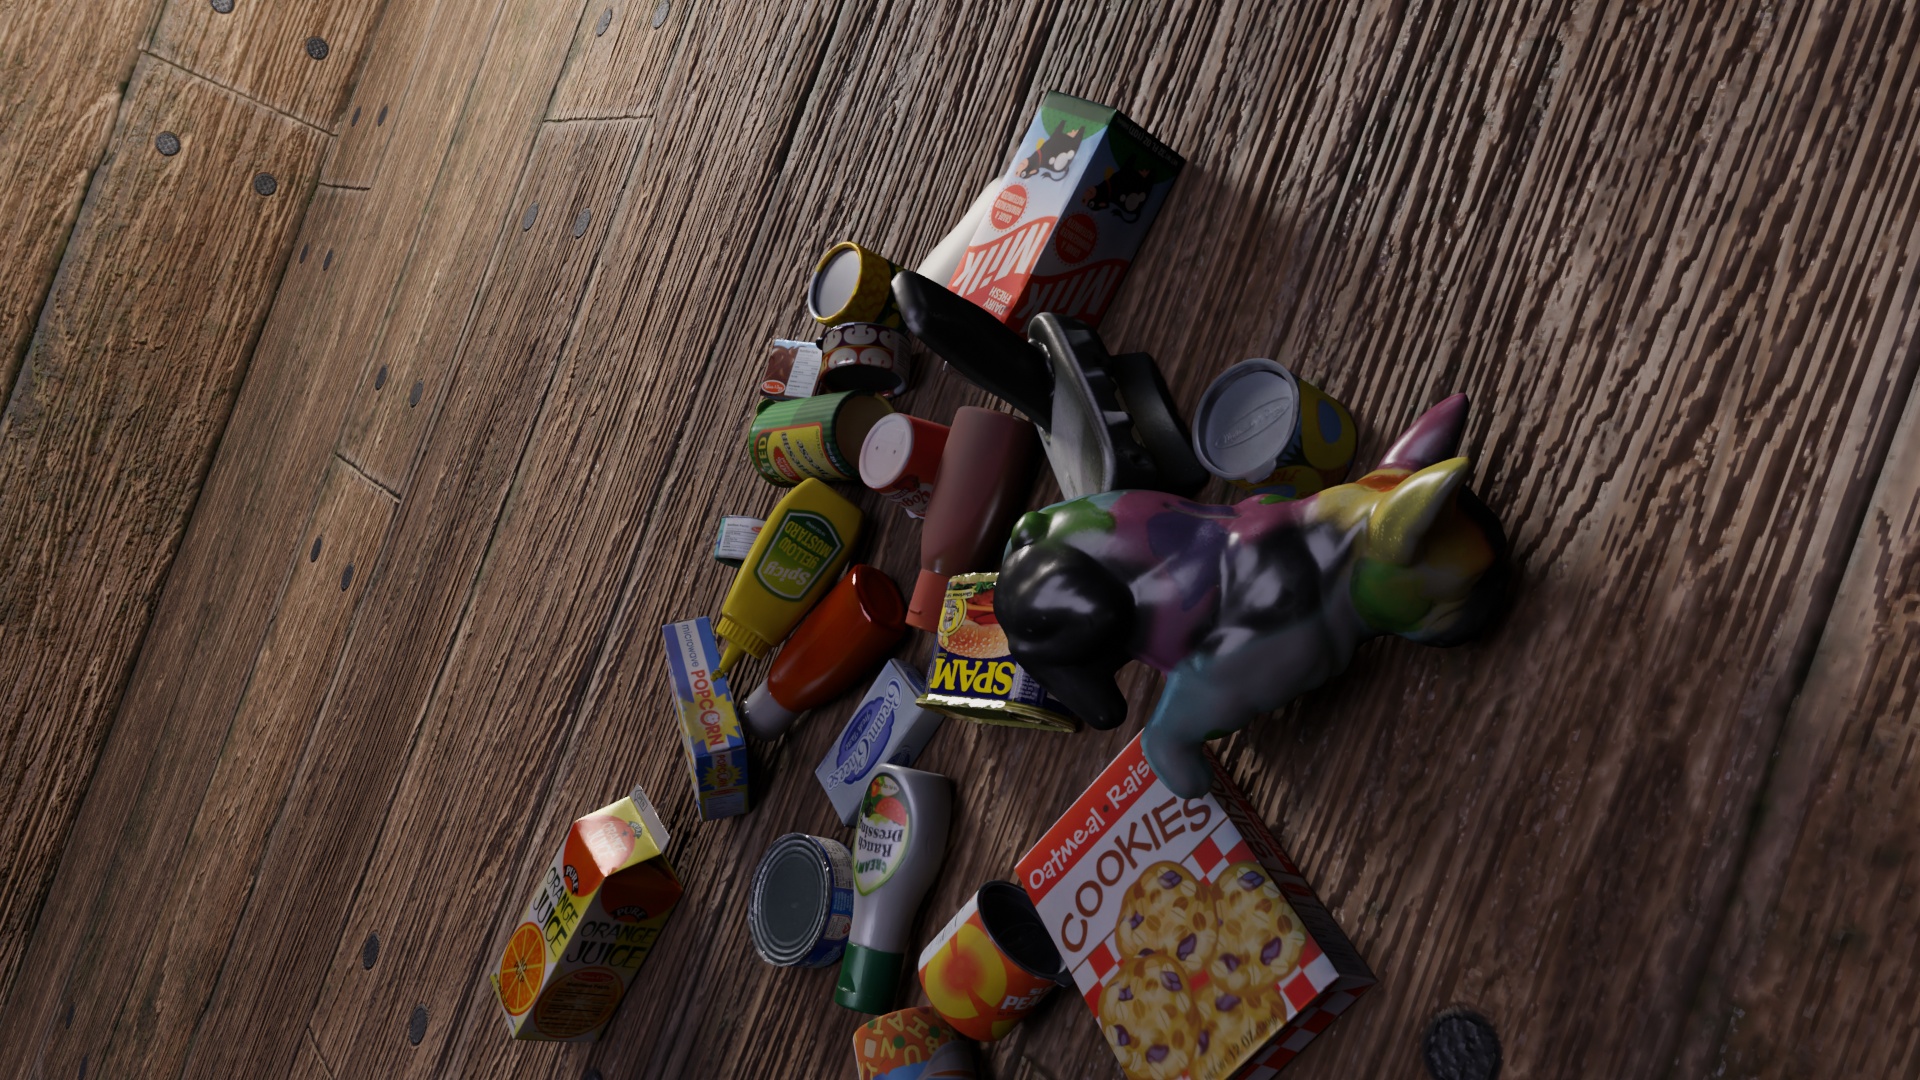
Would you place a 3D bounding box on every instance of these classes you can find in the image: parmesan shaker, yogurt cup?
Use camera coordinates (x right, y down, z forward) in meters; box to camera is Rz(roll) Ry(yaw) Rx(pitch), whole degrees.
[{"bbox_3d":[-0.102,-0.077,1.024,0.103,0.071,0.071,-3,72,47],"label":"parmesan shaker"},{"bbox_3d":[-0.032,-0.054,0.952,0.072,0.054,0.072,-21,59,40],"label":"yogurt cup"}]

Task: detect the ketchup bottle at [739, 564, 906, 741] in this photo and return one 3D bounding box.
[{"bbox_3d":[-0.100,0.085,0.976,0.148,0.043,0.065,-45,40,26],"label":"ketchup bottle"}]

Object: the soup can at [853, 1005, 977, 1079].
[{"bbox_3d":[-0.019,0.311,0.776,0.071,0.071,0.084,-39,49,31],"label":"soup can"}]

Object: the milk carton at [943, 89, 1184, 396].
[{"bbox_3d":[0.056,-0.183,0.896,0.073,0.072,0.190,36,102,48],"label":"milk carton"}]

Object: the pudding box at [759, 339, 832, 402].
[{"bbox_3d":[-0.121,-0.131,1.100,0.084,0.030,0.049,13,85,49],"label":"pudding box"}]

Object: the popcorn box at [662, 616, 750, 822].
[{"bbox_3d":[-0.188,0.131,1.026,0.084,0.038,0.127,97,156,-46],"label":"popcorn box"}]

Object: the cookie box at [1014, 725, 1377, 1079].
[{"bbox_3d":[0.111,0.191,0.703,0.122,0.040,0.168,-50,44,17],"label":"cookie box"}]

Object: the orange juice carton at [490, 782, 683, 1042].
[{"bbox_3d":[-0.278,0.284,1.064,0.072,0.073,0.192,41,105,48],"label":"orange juice carton"}]

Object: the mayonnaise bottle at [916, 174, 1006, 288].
[{"bbox_3d":[0.028,-0.215,0.965,0.147,0.041,0.065,-47,46,22],"label":"mayonnaise bottle"}]

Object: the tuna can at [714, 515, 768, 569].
[{"bbox_3d":[-0.151,0.005,1.051,0.071,0.071,0.033,-1,75,47],"label":"tuna can"}]

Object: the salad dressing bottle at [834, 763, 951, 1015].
[{"bbox_3d":[-0.044,0.215,0.860,0.064,0.044,0.148,1,75,47],"label":"salad dressing bottle"}]

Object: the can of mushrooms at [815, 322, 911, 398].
[{"bbox_3d":[-0.072,-0.130,1.016,0.071,0.071,0.033,-16,64,43],"label":"can of mushrooms"}]

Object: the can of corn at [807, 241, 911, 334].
[{"bbox_3d":[-0.071,-0.186,1.047,0.071,0.058,0.071,-21,60,41],"label":"can of corn"}]

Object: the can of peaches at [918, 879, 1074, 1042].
[{"bbox_3d":[0.020,0.234,0.765,0.058,0.071,0.071,-51,44,20],"label":"can of peaches"}]

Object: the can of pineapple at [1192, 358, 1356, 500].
[{"bbox_3d":[0.166,-0.054,0.733,0.071,0.058,0.071,-21,59,41],"label":"can of pineapple"}]

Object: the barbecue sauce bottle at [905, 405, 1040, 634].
[{"bbox_3d":[0.003,-0.011,0.904,0.065,0.043,0.148,15,86,49],"label":"barbecue sauce bottle"}]

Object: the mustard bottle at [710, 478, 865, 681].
[{"bbox_3d":[-0.130,0.034,0.990,0.160,0.065,0.048,-59,3,-11],"label":"mustard bottle"}]

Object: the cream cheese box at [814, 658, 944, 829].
[{"bbox_3d":[-0.054,0.134,0.919,0.103,0.024,0.053,-56,42,14],"label":"cream cheese box"}]
